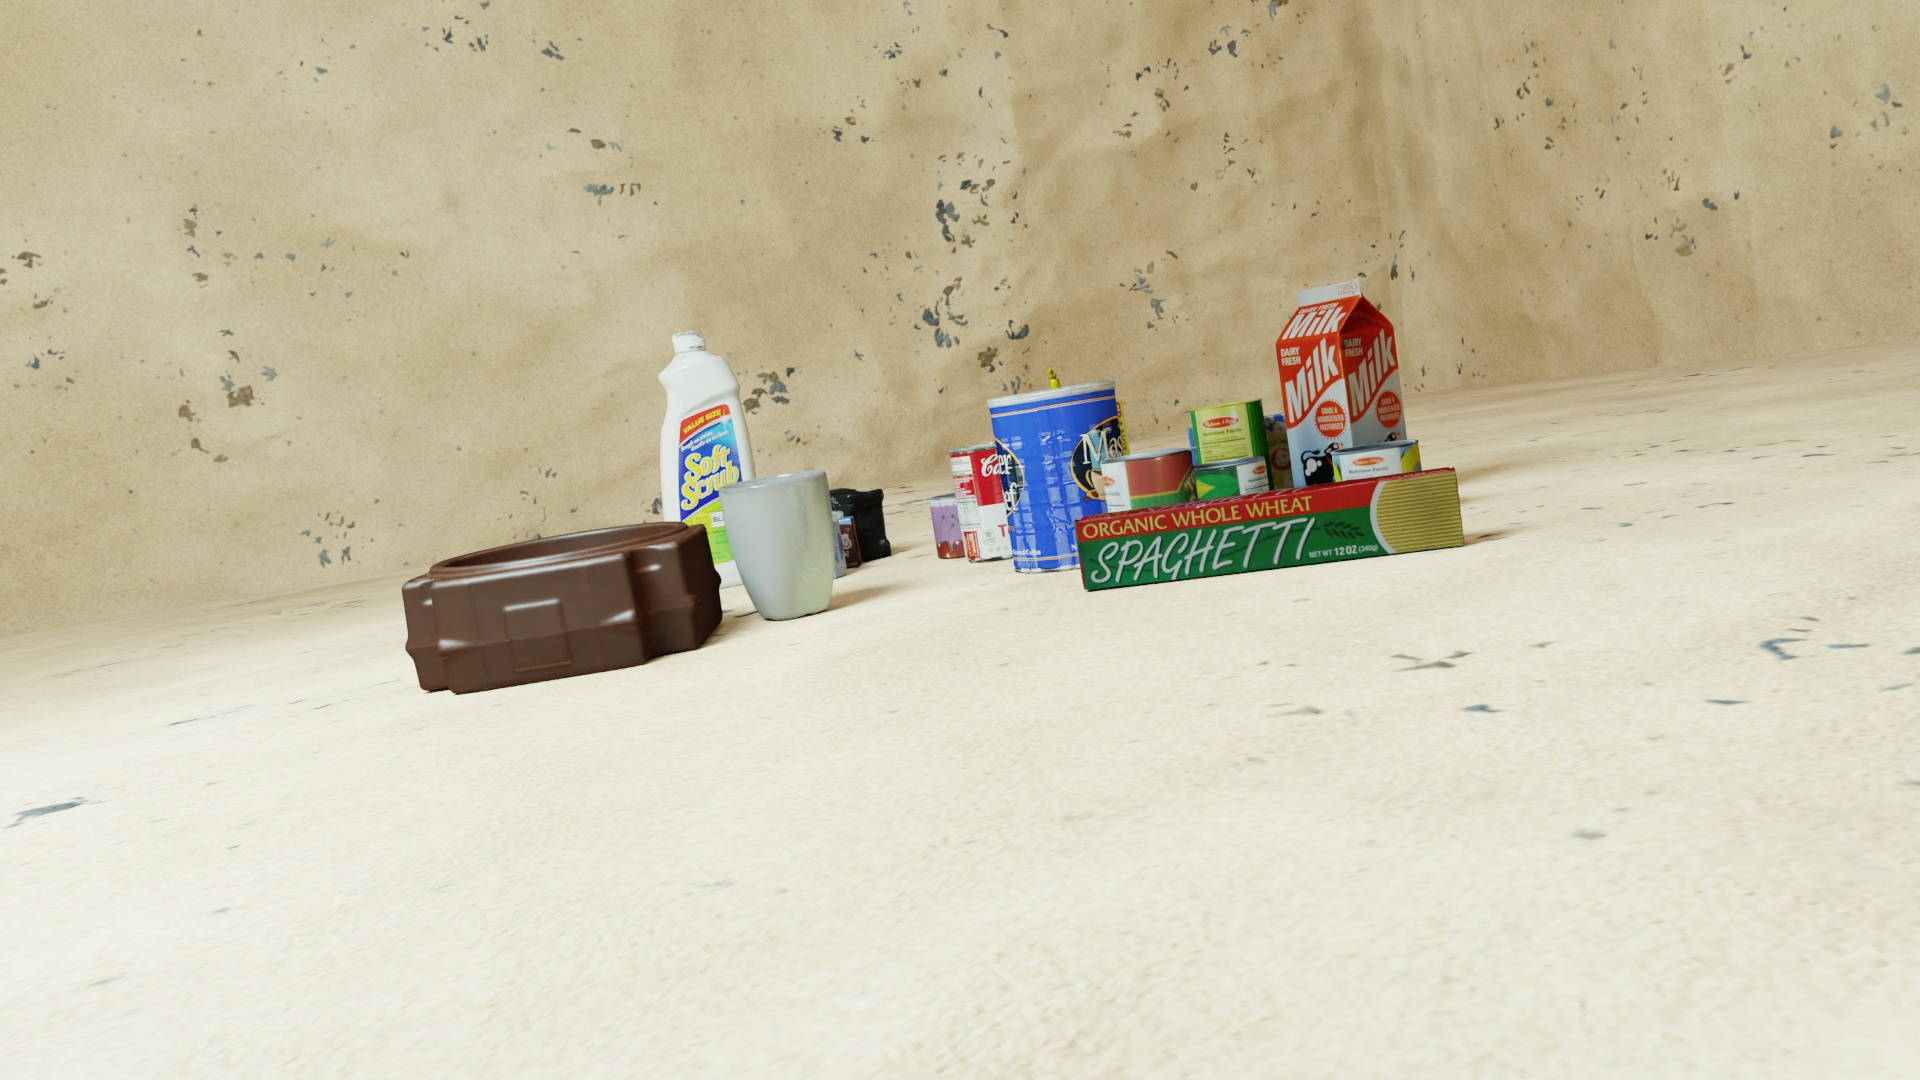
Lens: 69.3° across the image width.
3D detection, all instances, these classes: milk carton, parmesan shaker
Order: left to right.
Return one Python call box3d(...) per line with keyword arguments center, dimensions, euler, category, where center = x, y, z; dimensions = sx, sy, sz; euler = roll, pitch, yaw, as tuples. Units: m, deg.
box3d(center=(0.247, -0.074, 1.268), dimensions=(0.071, 0.103, 0.071), euler=(-9, 5, 1), category="parmesan shaker")
box3d(center=(0.325, -0.122, 1.184), dimensions=(0.074, 0.190, 0.072), euler=(-12, 6, -33), category="milk carton")

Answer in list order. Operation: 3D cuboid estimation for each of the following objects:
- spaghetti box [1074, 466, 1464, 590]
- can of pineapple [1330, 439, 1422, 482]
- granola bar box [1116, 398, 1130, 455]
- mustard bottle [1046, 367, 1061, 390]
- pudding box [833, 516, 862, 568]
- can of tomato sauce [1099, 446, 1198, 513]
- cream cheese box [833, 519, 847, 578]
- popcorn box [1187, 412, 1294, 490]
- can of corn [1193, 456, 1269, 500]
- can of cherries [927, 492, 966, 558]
box3d(center=(0.199, -0.006, 0.915), dimensions=(0.250, 0.050, 0.029), euler=(-8, 5, 15), category="spaghetti box")
box3d(center=(0.326, -0.046, 1.080), dimensions=(0.071, 0.057, 0.071), euler=(-9, 5, 1), category="can of pineapple")
box3d(center=(0.118, -0.075, 1.388), dimensions=(0.039, 0.124, 0.165), euler=(-11, 5, -19), category="granola bar box")
box3d(center=(0.098, -0.080, 1.277), dimensions=(0.065, 0.160, 0.049), euler=(-9, 5, 4), category="mustard bottle")
box3d(center=(-0.142, 0.007, 1.357), dimensions=(0.084, 0.049, 0.030), euler=(-9, 5, 1), category="pudding box")
box3d(center=(0.141, -0.022, 1.000), dimensions=(0.071, 0.083, 0.071), euler=(-9, 5, 1), category="can of tomato sauce")
box3d(center=(-0.158, 0.013, 1.299), dimensions=(0.103, 0.053, 0.024), euler=(-7, 5, 26), category="cream cheese box")
box3d(center=(0.284, -0.075, 1.320), dimensions=(0.127, 0.085, 0.038), euler=(-9, 5, 4), category="popcorn box")
box3d(center=(0.221, -0.036, 1.151), dimensions=(0.071, 0.058, 0.071), euler=(-9, 5, 1), category="can of corn")
box3d(center=(0.005, -0.016, 1.309), dimensions=(0.071, 0.058, 0.071), euler=(-9, 5, 1), category="can of cherries")
